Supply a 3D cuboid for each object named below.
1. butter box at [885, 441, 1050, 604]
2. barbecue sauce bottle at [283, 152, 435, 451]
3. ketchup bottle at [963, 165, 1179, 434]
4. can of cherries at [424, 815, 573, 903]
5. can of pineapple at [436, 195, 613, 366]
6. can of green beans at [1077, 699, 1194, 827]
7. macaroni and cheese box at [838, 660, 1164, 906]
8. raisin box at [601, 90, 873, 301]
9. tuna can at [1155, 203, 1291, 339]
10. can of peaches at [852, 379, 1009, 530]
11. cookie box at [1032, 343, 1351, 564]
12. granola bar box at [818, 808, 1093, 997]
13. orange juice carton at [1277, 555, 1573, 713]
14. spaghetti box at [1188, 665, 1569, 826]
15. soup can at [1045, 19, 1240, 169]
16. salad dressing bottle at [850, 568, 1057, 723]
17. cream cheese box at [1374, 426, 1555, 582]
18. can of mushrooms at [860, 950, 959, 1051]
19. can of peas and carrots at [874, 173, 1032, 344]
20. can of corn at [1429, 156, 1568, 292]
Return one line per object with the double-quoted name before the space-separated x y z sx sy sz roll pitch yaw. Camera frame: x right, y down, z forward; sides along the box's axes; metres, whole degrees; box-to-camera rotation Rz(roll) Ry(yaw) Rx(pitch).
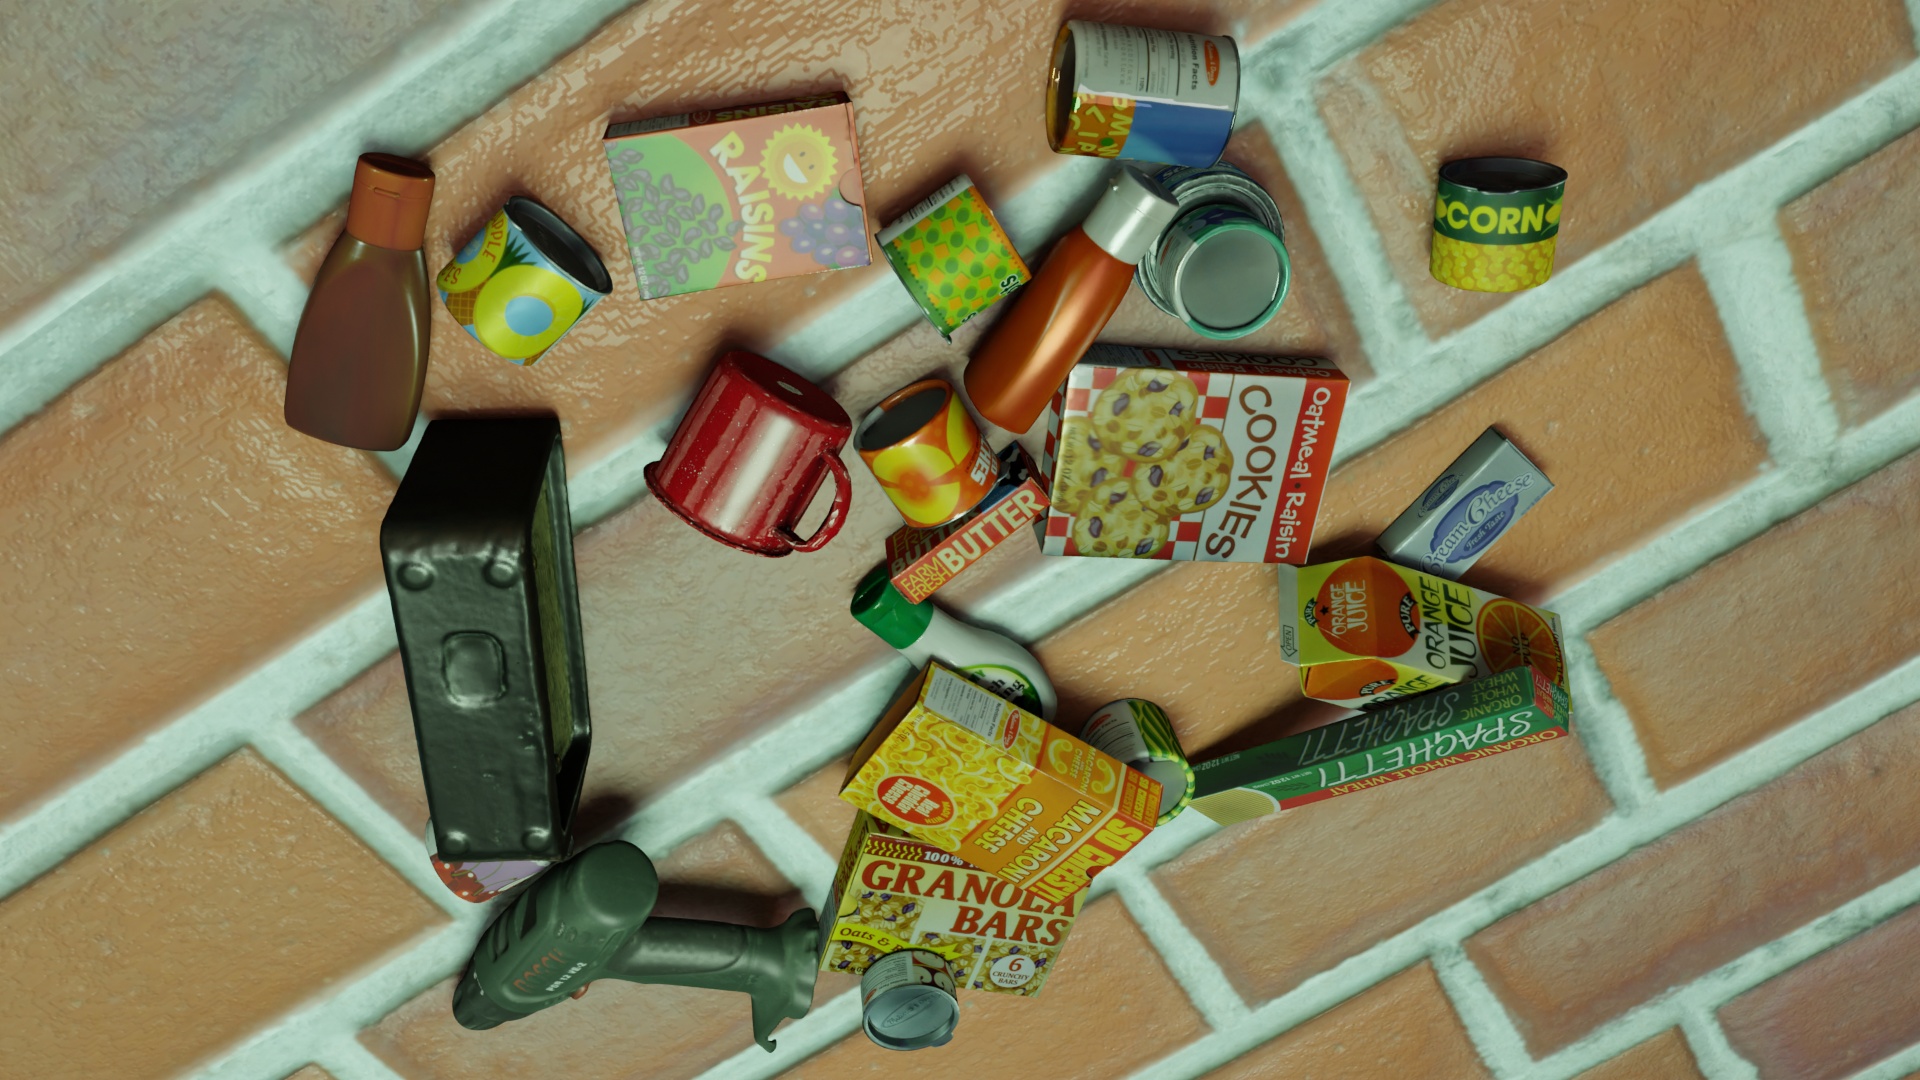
"butter box" 0.003 -0.010 0.814 0.103 0.053 0.024 -37 116 11
"barbecue sauce bottle" -0.301 -0.121 0.709 0.065 0.044 0.148 14 114 -17
"ketchup bottle" 0.058 -0.130 0.742 0.043 0.065 0.148 24 121 -24
"can of cherries" -0.285 0.185 0.862 0.058 0.072 0.071 -30 119 7
"can of pineapple" -0.222 -0.132 0.702 0.057 0.071 0.071 -41 117 13
"can of green beans" 0.115 0.148 0.916 0.071 0.058 0.071 -4 119 -7
"macaroni and cheese box" 0.023 0.158 0.871 0.166 0.040 0.123 29 135 -8
"raisin box" -0.112 -0.178 0.713 0.123 0.040 0.085 -10 118 -5
"tuna can" 0.142 -0.142 0.738 0.071 0.033 0.070 -4 119 -7
"can of peaches" -0.017 -0.050 0.781 0.071 0.071 0.058 -30 118 7
"cookie box" 0.134 -0.050 0.823 0.168 0.040 0.122 2 118 -10
"granola bar box" -0.004 0.251 0.962 0.166 0.039 0.123 12 115 -16
"orange juice carton" 0.282 0.067 0.878 0.193 0.072 0.072 16 149 -18
"spaghetti box" 0.256 0.134 0.883 0.249 0.029 0.050 -25 136 36
"soup can" 0.090 -0.225 0.708 0.084 0.071 0.071 3 118 -10
"salad dressing bottle" -0.004 0.073 0.863 0.064 0.044 0.147 -41 117 19
"cream cheese box" 0.320 -0.017 0.881 0.053 0.024 0.103 35 108 -24
"can of mushrooms" -0.034 0.316 0.951 0.071 0.033 0.070 -4 122 -6
"can of peas and carrots" -0.002 -0.148 0.731 0.058 0.071 0.070 -33 118 8
"can of corn" 0.295 -0.174 0.766 0.071 0.071 0.058 -7 120 -6
